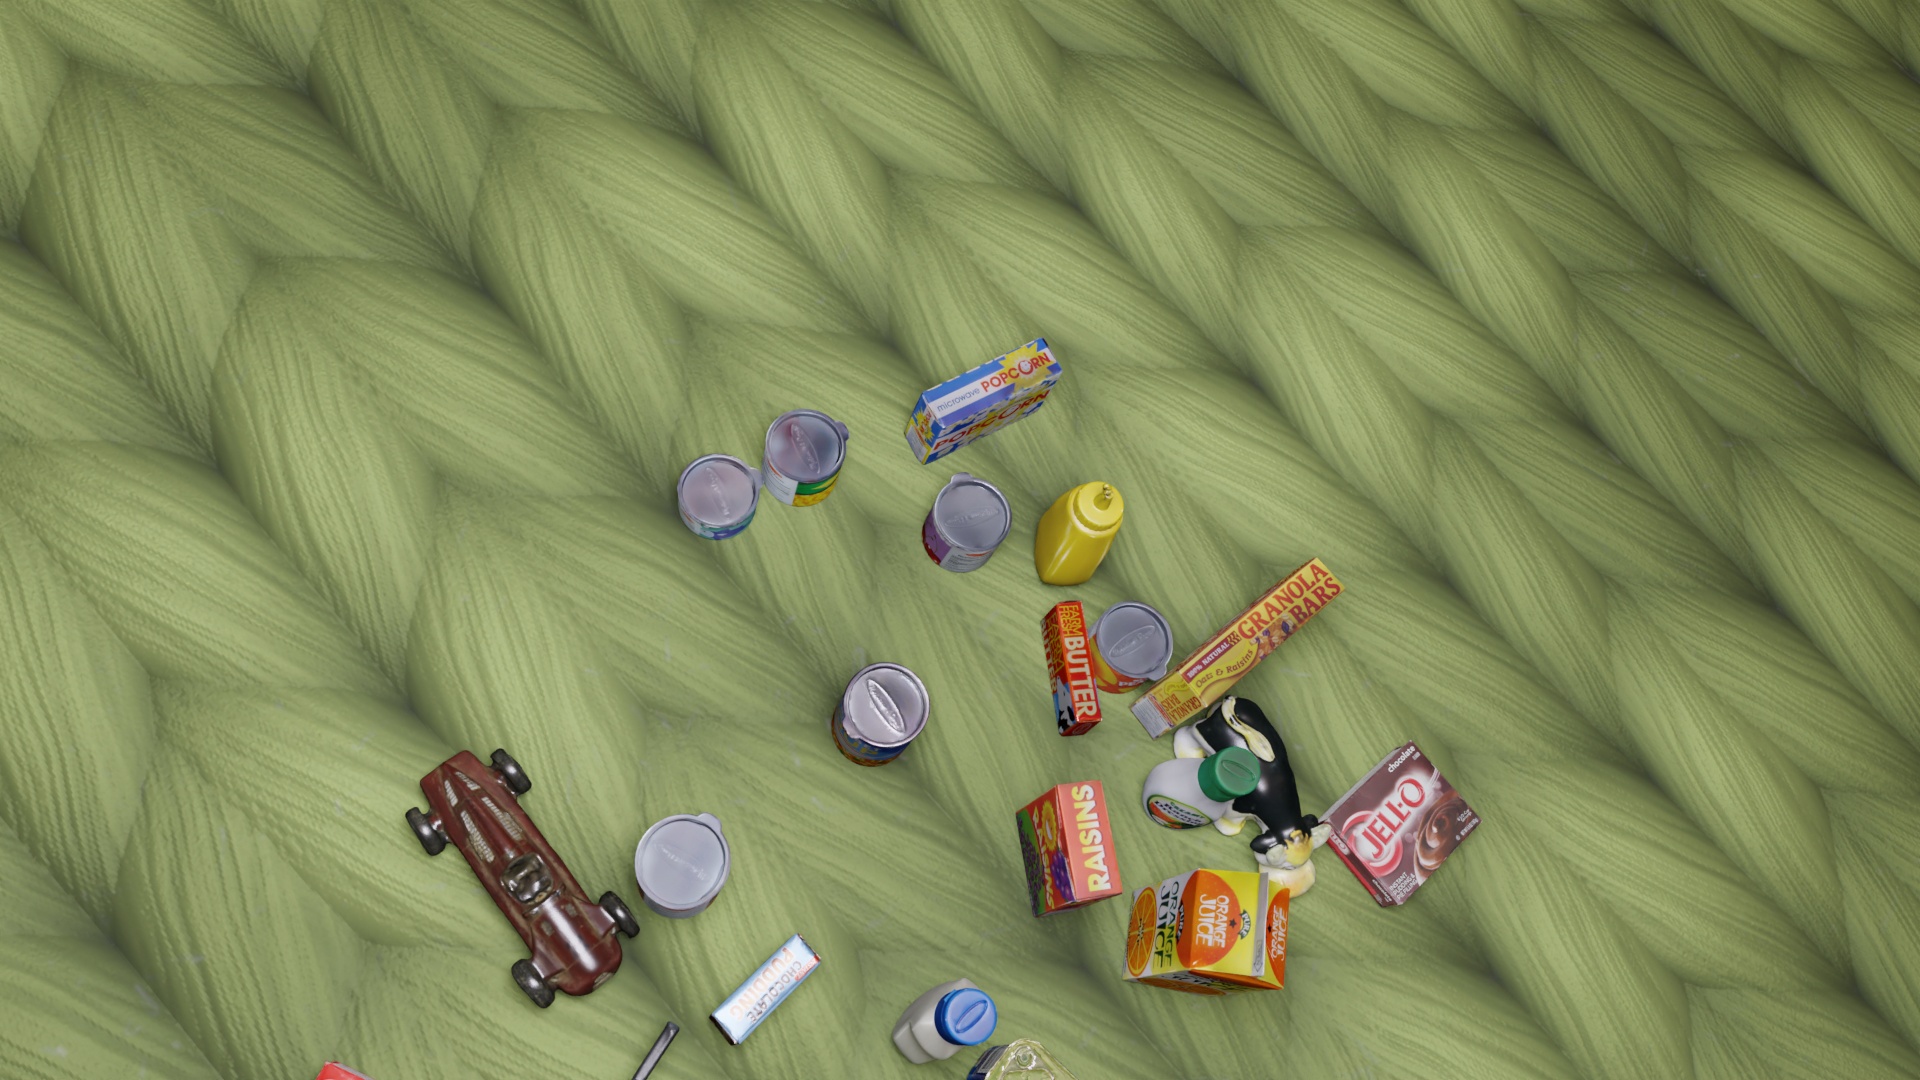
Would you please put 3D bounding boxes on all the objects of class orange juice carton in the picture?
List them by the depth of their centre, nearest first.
[{"bbox_3d":[0.187,0.291,1.026,0.073,0.192,0.072,14,68,-8],"label":"orange juice carton"}]

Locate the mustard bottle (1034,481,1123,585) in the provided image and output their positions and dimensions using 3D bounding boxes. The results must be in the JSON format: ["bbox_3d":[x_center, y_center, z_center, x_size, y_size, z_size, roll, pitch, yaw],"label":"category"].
[{"bbox_3d":[0.101,-0.011,1.139,0.049,0.159,0.065,2,70,-12],"label":"mustard bottle"}]

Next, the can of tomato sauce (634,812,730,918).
[{"bbox_3d":[-0.203,0.238,1.016,0.071,0.082,0.071,4,69,-11],"label":"can of tomato sauce"}]

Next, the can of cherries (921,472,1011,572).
[{"bbox_3d":[0.004,-0.015,1.174,0.071,0.058,0.072,4,69,-11],"label":"can of cherries"}]

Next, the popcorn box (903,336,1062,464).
[{"bbox_3d":[0.019,-0.120,1.203,0.127,0.085,0.038,-27,78,-21],"label":"popcorn box"}]

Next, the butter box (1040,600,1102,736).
[{"bbox_3d":[0.091,0.106,1.151,0.024,0.053,0.104,-3,70,-14],"label":"butter box"}]

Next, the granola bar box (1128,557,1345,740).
[{"bbox_3d":[0.226,0.090,1.149,0.166,0.123,0.039,-36,81,-22],"label":"granola bar box"}]

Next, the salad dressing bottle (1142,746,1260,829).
[{"bbox_3d":[0.189,0.193,1.089,0.064,0.147,0.044,27,66,-2],"label":"salad dressing bottle"}]

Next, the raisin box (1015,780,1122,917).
[{"bbox_3d":[0.080,0.236,1.060,0.040,0.123,0.086,-4,71,-14],"label":"raisin box"}]

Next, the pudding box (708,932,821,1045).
[{"bbox_3d":[-0.143,0.328,1.013,0.084,0.049,0.030,-41,83,-23],"label":"pudding box"}]

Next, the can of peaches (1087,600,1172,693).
[{"bbox_3d":[0.138,0.092,1.164,0.071,0.058,0.071,4,69,-11],"label":"can of peaches"}]

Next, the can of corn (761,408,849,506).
[{"bbox_3d":[-0.130,-0.069,1.164,0.071,0.058,0.071,4,69,-11],"label":"can of corn"}]

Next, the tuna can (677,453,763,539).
[{"bbox_3d":[-0.198,-0.037,1.149,0.071,0.032,0.071,4,69,-11],"label":"tuna can"}]

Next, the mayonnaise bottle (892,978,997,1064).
[{"bbox_3d":[-0.008,0.341,0.986,0.065,0.147,0.041,-39,82,-22],"label":"mayonnaise bottle"}]

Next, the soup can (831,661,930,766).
[{"bbox_3d":[-0.066,0.138,1.085,0.071,0.083,0.071,4,69,-11],"label":"soup can"}]
